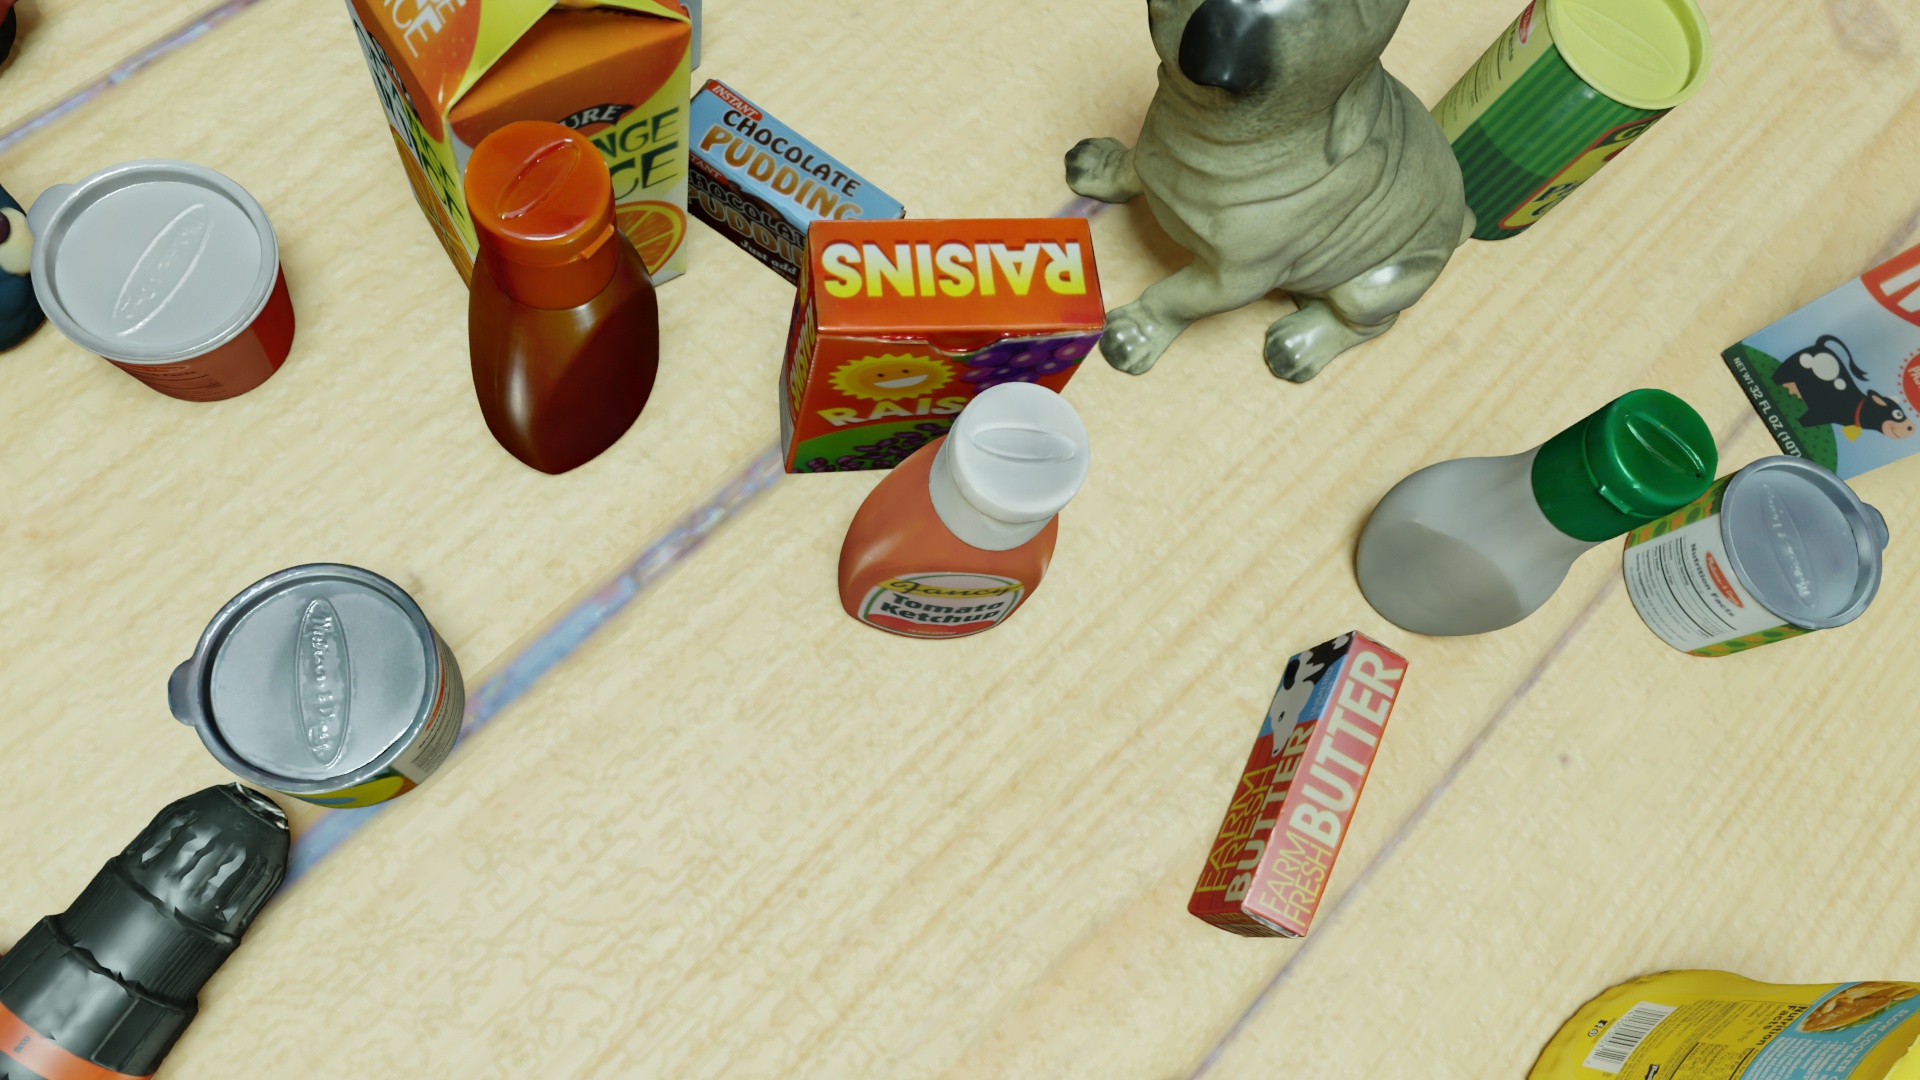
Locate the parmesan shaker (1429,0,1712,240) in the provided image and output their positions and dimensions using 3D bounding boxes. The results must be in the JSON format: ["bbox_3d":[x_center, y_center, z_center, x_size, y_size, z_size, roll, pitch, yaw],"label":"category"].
[{"bbox_3d":[0.232,-0.172,0.546,0.071,0.102,0.071,3,73,-11],"label":"parmesan shaker"}]

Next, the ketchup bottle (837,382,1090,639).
[{"bbox_3d":[0.002,-0.005,0.423,0.065,0.148,0.043,4,73,-11],"label":"ketchup bottle"}]

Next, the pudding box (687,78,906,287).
[{"bbox_3d":[-0.063,-0.121,0.497,0.084,0.049,0.030,35,70,0],"label":"pudding box"}]

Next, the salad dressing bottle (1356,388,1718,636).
[{"bbox_3d":[0.186,-0.007,0.463,0.064,0.147,0.044,40,70,2],"label":"salad dressing bottle"}]

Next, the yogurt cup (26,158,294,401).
[{"bbox_3d":[-0.248,-0.079,0.443,0.072,0.053,0.072,3,73,-11],"label":"yogurt cup"}]

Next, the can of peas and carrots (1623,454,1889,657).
[{"bbox_3d":[0.302,0.007,0.531,0.071,0.058,0.071,3,73,-11],"label":"can of peas and carrots"}]

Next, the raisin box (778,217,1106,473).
[{"bbox_3d":[-0.012,-0.059,0.450,0.086,0.123,0.040,-3,75,-13],"label":"raisin box"}]

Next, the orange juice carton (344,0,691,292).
[{"bbox_3d":[-0.129,-0.136,0.411,0.073,0.192,0.072,-30,82,-18],"label":"orange juice carton"}]

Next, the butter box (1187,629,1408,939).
[{"bbox_3d":[0.114,0.084,0.471,0.024,0.053,0.104,29,70,-3],"label":"butter box"}]

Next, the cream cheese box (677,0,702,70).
[{"bbox_3d":[-0.137,-0.220,0.509,0.024,0.053,0.104,-40,85,-19],"label":"cream cheese box"}]

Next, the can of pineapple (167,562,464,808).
[{"bbox_3d":[-0.188,0.045,0.416,0.071,0.057,0.071,3,73,-11],"label":"can of pineapple"}]

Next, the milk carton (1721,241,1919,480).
[{"bbox_3d":[0.388,-0.088,0.508,0.073,0.190,0.072,-25,81,-17],"label":"milk carton"}]

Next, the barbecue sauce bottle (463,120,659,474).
[{"bbox_3d":[-0.120,-0.070,0.417,0.043,0.148,0.065,38,70,1],"label":"barbecue sauce bottle"}]
